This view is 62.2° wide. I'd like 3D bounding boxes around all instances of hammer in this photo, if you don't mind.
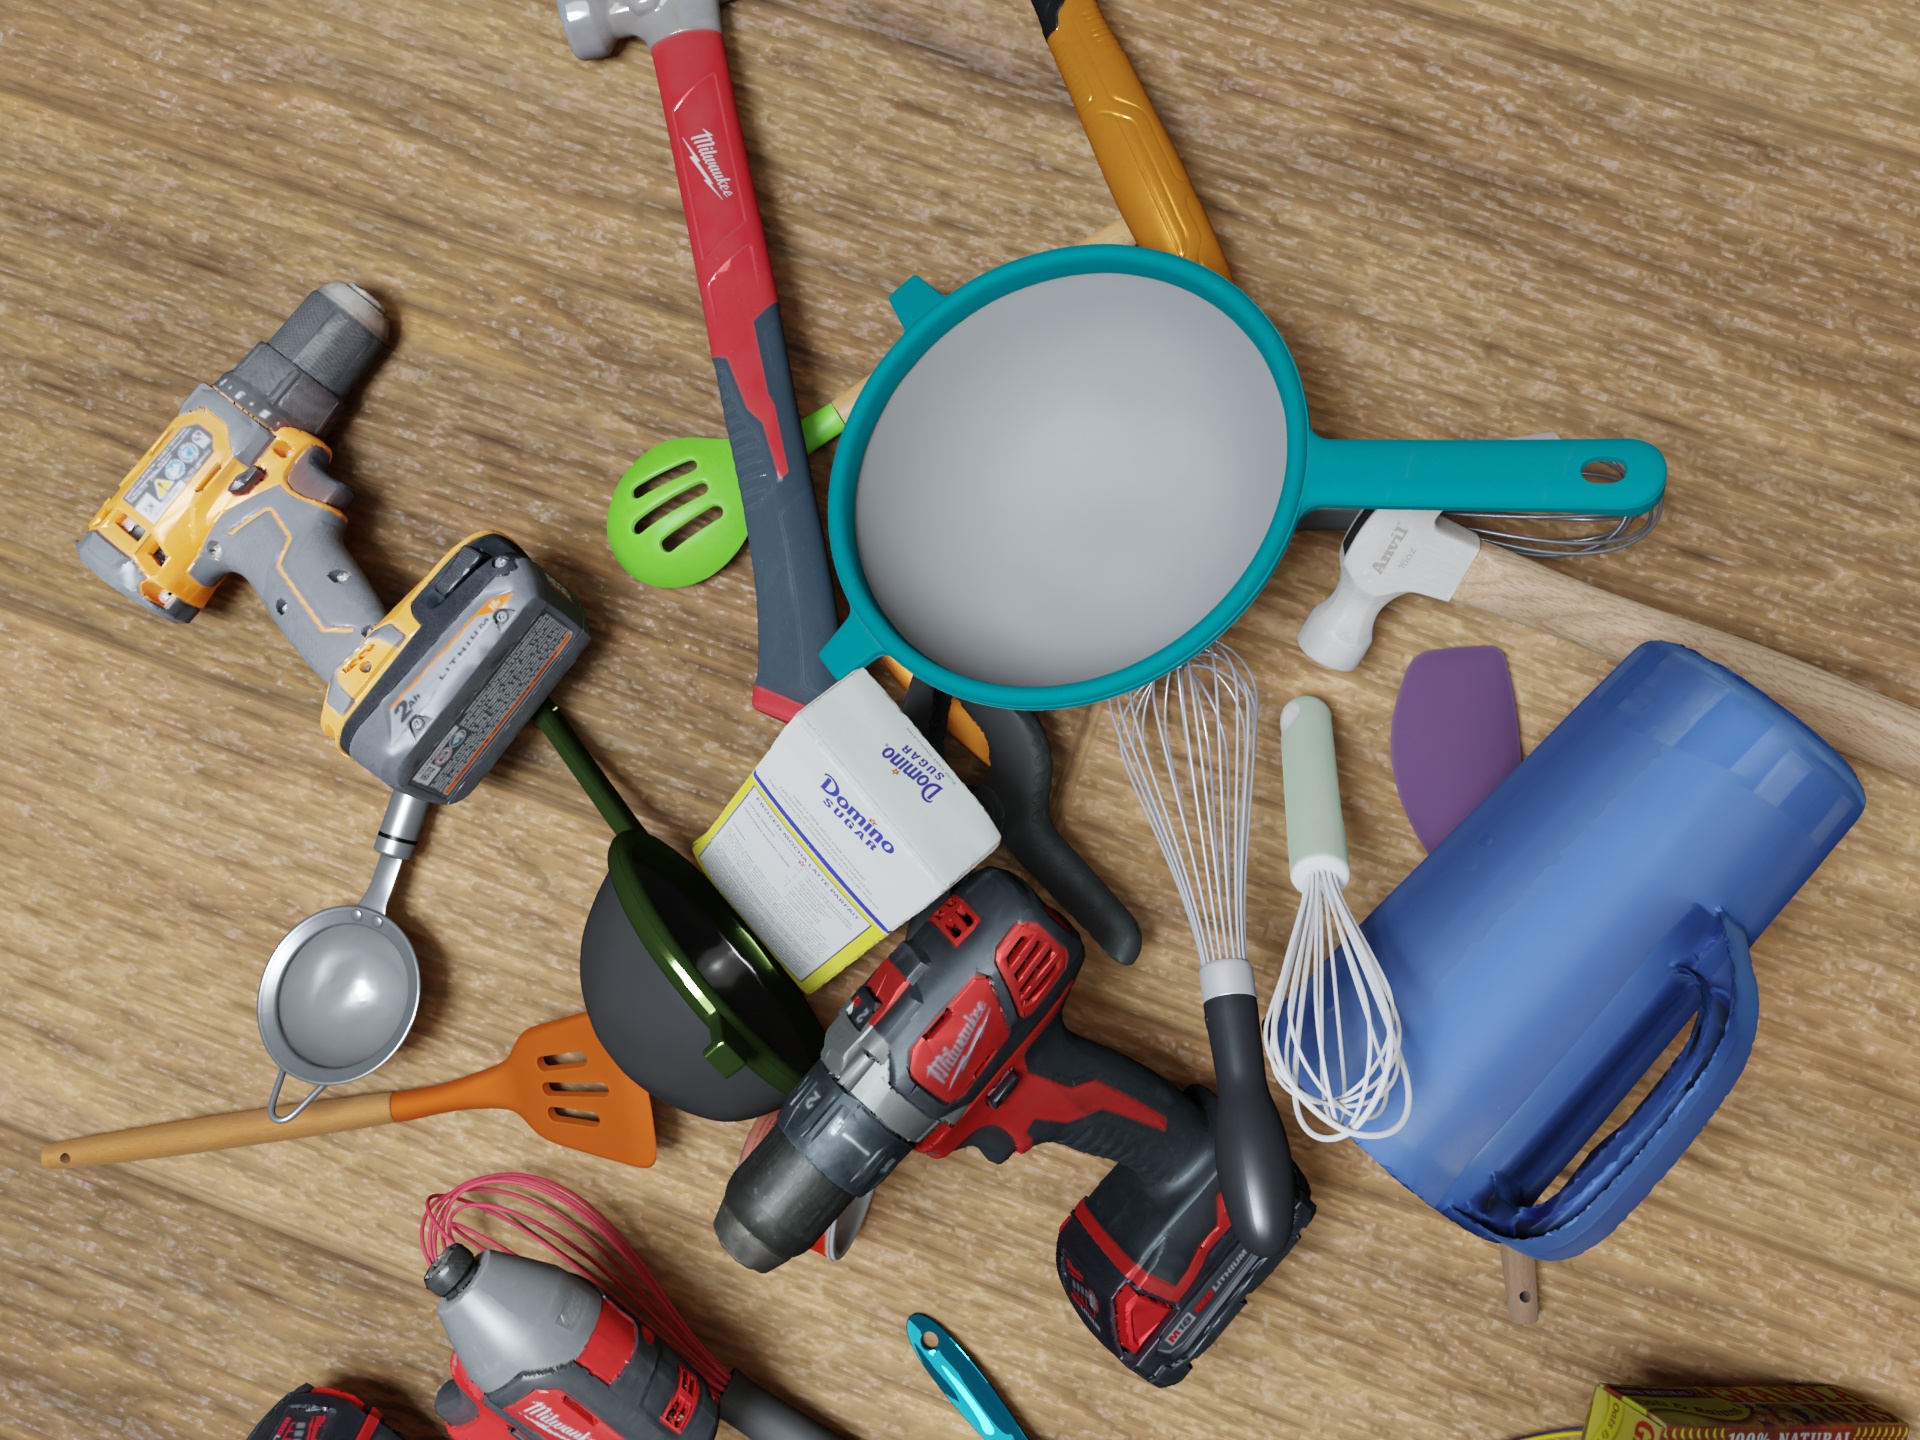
[{"bbox_3d":[-0.085,-0.183,0.742,0.143,0.038,0.386,-12,82,2],"label":"hammer"},{"bbox_3d":[0.330,-0.030,0.710,0.331,0.031,0.130,20,123,-4],"label":"hammer"},{"bbox_3d":[0.066,-0.317,0.743,0.127,0.034,0.337,-23,84,5],"label":"hammer"}]

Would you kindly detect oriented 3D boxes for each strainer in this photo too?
[{"bbox_3d":[-0.277,0.069,0.777,0.087,0.050,0.258,16,85,15],"label":"strainer"},{"bbox_3d":[-0.156,0.090,0.729,0.069,0.151,0.257,-41,65,0],"label":"strainer"},{"bbox_3d":[0.114,-0.090,0.679,0.340,0.095,0.211,4,75,22],"label":"strainer"}]

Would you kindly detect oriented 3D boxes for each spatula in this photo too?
[{"bbox_3d":[-0.303,0.195,0.778,0.322,0.041,0.081,-9,96,6],"label":"spatula"},{"bbox_3d":[0.245,0.123,0.747,0.060,0.018,0.316,-6,88,7],"label":"spatula"}]

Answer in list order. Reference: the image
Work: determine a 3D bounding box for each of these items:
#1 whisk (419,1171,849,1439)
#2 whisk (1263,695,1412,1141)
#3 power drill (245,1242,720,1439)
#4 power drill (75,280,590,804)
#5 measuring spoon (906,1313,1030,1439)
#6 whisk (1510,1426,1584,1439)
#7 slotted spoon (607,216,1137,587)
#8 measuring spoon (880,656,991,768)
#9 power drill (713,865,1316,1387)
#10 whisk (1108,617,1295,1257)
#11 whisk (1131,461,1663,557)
[{"bbox_3d":[-0.129,0.307,0.757,0.296,0.073,0.073,34,92,-1],"label":"whisk"},{"bbox_3d":[0.152,0.071,0.665,0.059,0.247,0.057,21,129,-9],"label":"whisk"},{"bbox_3d":[-0.226,0.318,0.707,0.219,0.079,0.143,-38,107,23],"label":"power drill"},{"bbox_3d":[-0.283,-0.091,0.751,0.226,0.084,0.185,35,84,16],"label":"power drill"},{"bbox_3d":[0.019,0.337,0.768,0.042,0.021,0.129,-43,78,4],"label":"measuring spoon"},{"bbox_3d":[0.209,0.363,0.738,0.245,0.051,0.047,-5,95,7],"label":"whisk"},{"bbox_3d":[-0.038,-0.163,0.767,0.314,0.031,0.070,-32,83,2],"label":"slotted spoon"},{"bbox_3d":[-0.001,-0.002,0.769,0.021,0.011,0.117,-43,87,3],"label":"measuring spoon"},{"bbox_3d":[0.024,0.192,0.677,0.188,0.080,0.226,-49,116,-5],"label":"power drill"},{"bbox_3d":[0.110,0.083,0.682,0.070,0.070,0.285,-6,62,4],"label":"whisk"},{"bbox_3d":[0.199,-0.103,0.739,0.239,0.055,0.055,2,90,9],"label":"whisk"}]
